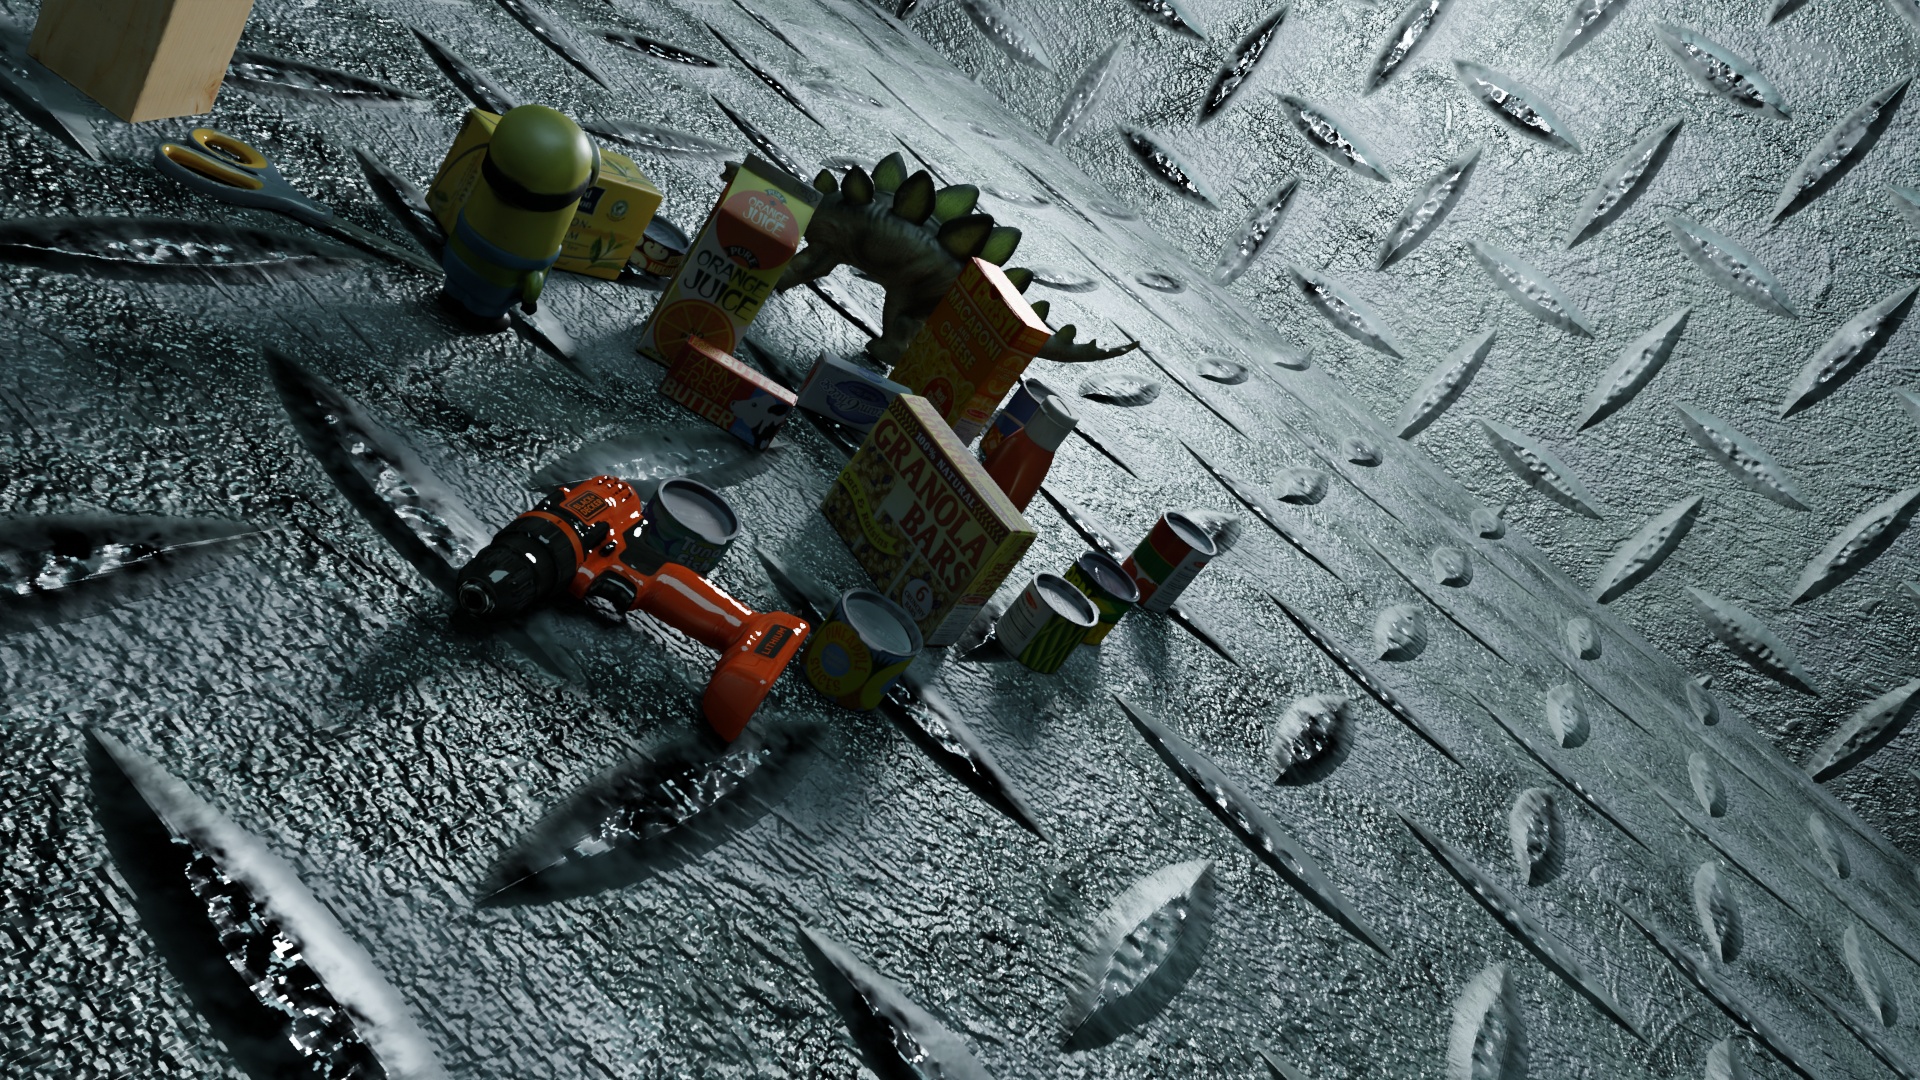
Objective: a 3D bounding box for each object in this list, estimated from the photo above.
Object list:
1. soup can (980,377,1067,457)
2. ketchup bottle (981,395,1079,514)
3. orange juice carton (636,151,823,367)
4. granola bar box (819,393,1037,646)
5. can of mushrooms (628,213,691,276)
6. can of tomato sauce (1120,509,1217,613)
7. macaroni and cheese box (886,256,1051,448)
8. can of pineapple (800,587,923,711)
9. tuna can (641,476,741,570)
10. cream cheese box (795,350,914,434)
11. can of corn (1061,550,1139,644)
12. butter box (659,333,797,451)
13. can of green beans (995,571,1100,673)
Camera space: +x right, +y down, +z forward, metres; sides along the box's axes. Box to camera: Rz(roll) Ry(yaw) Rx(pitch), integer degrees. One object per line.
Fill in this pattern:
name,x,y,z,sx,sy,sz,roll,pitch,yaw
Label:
soup can,0.069,-0.119,1.465,0.071,0.083,0.072,30,25,-15
ketchup bottle,0.051,-0.065,1.263,0.043,0.148,0.065,17,31,-38
orange juice carton,-0.195,-0.232,1.177,0.072,0.192,0.073,28,25,-19
granola bar box,-0.030,-0.017,1.099,0.039,0.123,0.166,6,39,-50
can of mushrooms,-0.294,-0.285,1.334,0.071,0.033,0.071,30,25,-15
can of tomato sauce,0.206,0.020,1.401,0.071,0.082,0.071,30,25,-15
macaroni and cheese box,0.003,-0.180,1.384,0.040,0.165,0.124,14,33,-42
can of pineapple,-0.070,0.076,0.960,0.071,0.057,0.071,30,25,-15
tuna can,-0.191,-0.010,0.981,0.071,0.032,0.071,30,25,-15
cream cheese box,-0.098,-0.134,1.303,0.104,0.053,0.024,21,29,-32
can of corn,0.116,0.051,1.255,0.071,0.058,0.071,30,25,-15
butter box,-0.193,-0.122,1.155,0.103,0.053,0.024,31,24,-14
can of green beans,0.072,0.069,1.164,0.071,0.057,0.071,30,25,-15
